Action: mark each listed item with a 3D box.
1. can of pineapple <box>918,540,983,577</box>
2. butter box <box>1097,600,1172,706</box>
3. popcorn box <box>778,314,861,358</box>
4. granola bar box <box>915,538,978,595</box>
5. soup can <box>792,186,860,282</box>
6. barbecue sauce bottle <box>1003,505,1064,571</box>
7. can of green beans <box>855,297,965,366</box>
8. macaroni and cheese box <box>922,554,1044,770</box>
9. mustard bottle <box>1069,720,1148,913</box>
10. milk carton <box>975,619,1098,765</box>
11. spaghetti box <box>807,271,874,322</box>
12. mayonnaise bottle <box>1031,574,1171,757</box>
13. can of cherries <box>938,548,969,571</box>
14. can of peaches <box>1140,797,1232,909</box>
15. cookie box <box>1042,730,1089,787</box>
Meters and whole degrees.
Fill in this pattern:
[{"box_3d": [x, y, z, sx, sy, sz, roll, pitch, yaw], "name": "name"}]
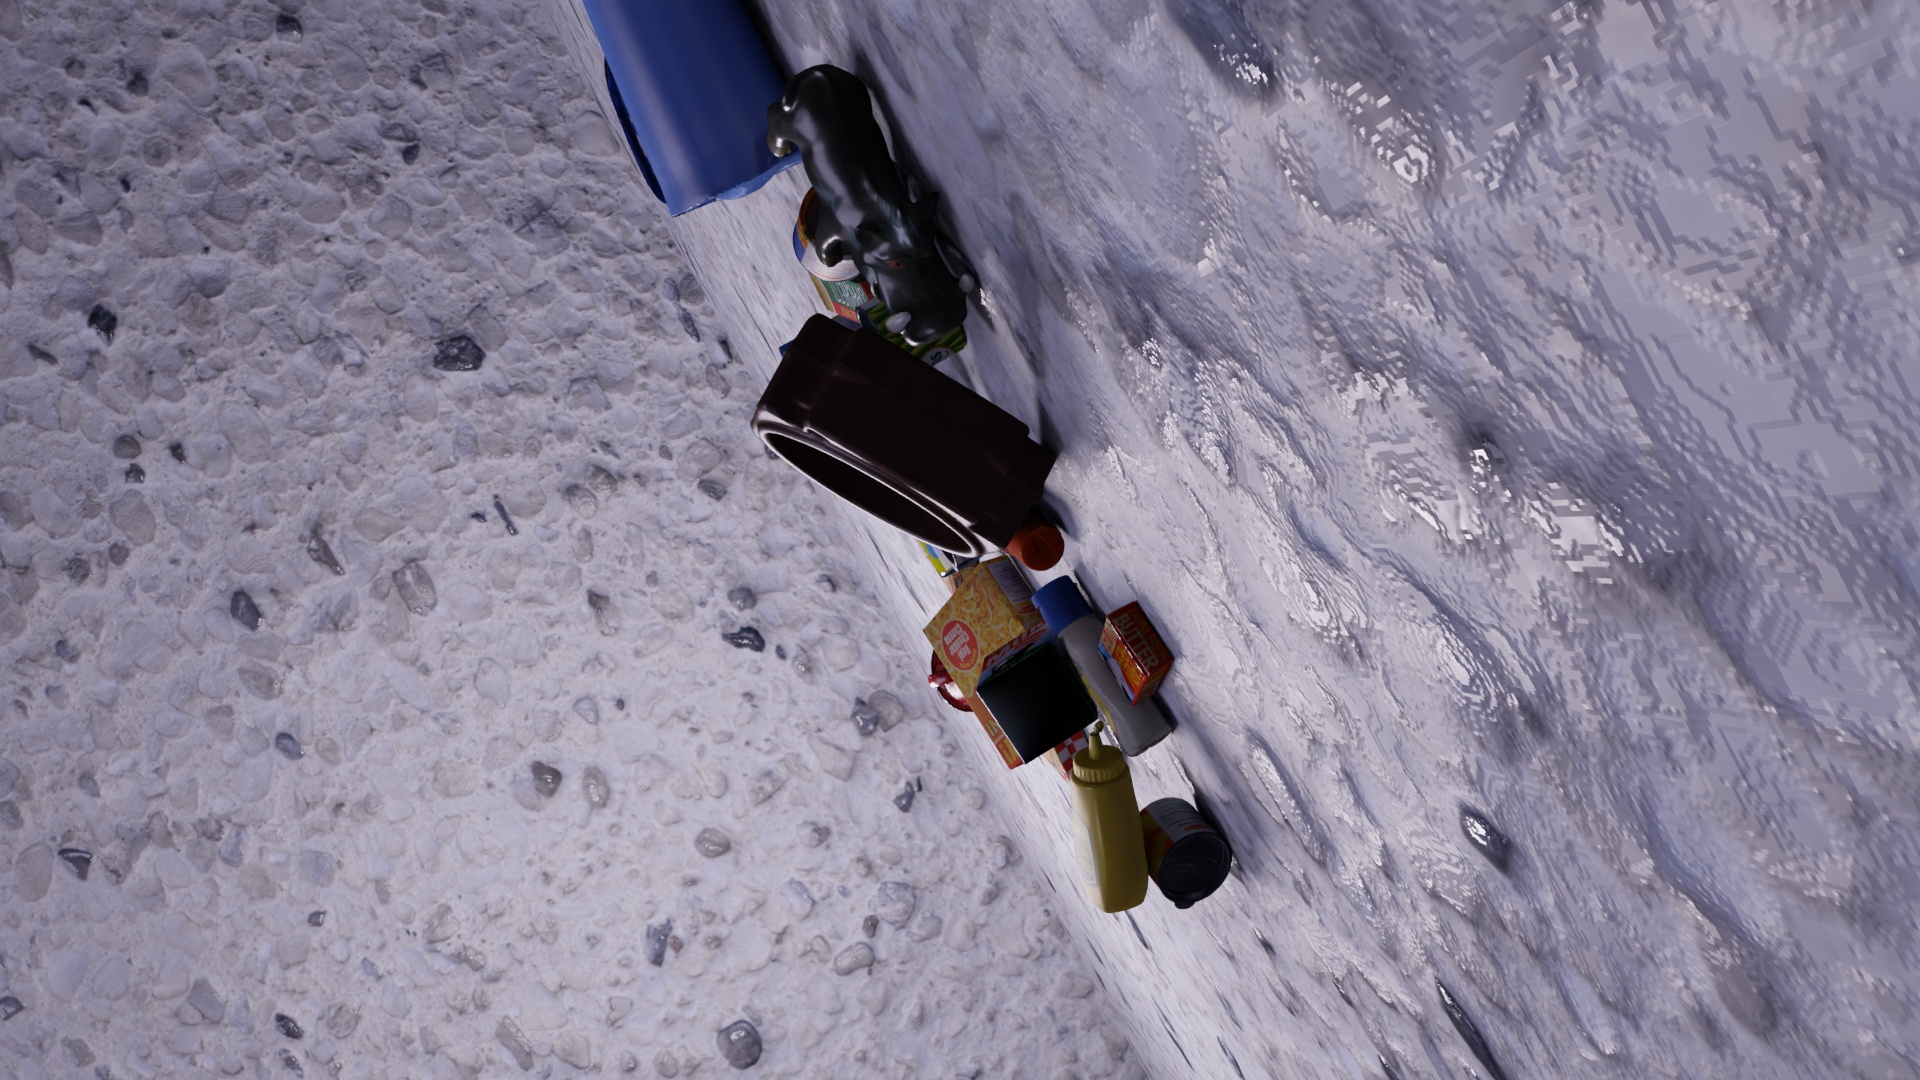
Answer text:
[{"box_3d": [-0.006, -0.004, 1.341, 0.058, 0.071, 0.071, 59, 172, 6], "name": "can of pineapple"}, {"box_3d": [0.125, 0.083, 1.003, 0.053, 0.024, 0.103, 58, 172, 16], "name": "butter box"}, {"box_3d": [-0.128, -0.168, 1.448, 0.038, 0.085, 0.126, 52, 168, 37], "name": "popcorn box"}, {"box_3d": [-0.029, -0.021, 1.521, 0.124, 0.039, 0.165, 56, 171, 24], "name": "granola bar box"}, {"box_3d": [-0.092, -0.240, 1.059, 0.071, 0.071, 0.083, 61, 171, -5], "name": "soup can"}, {"box_3d": [0.039, -0.016, 1.111, 0.064, 0.044, 0.149, 53, 175, -26], "name": "barbecue sauce bottle"}, {"box_3d": [-0.037, -0.157, 1.028, 0.071, 0.058, 0.071, 58, 171, 15], "name": "can of green beans"}, {"box_3d": [0.047, 0.116, 1.330, 0.167, 0.040, 0.123, 57, 134, 19], "name": "macaroni and cheese box"}, {"box_3d": [0.113, 0.212, 1.091, 0.065, 0.049, 0.159, -138, 37, -66], "name": "mustard bottle"}, {"box_3d": [0.066, 0.119, 1.173, 0.073, 0.072, 0.191, 56, -173, -3], "name": "milk carton"}, {"box_3d": [-0.095, -0.225, 1.251, 0.050, 0.029, 0.250, 62, 172, -20], "name": "spaghetti box"}, {"box_3d": [0.109, 0.097, 1.087, 0.148, 0.041, 0.064, 57, 175, 15], "name": "mayonnaise bottle"}, {"box_3d": [0.005, -0.016, 1.270, 0.071, 0.058, 0.071, 57, 170, 16], "name": "can of cherries"}, {"box_3d": [0.176, 0.252, 1.123, 0.071, 0.071, 0.058, 64, 171, -27], "name": "can of peaches"}, {"box_3d": [0.086, 0.185, 1.540, 0.122, 0.040, 0.168, 64, 170, -26], "name": "cookie box"}]
